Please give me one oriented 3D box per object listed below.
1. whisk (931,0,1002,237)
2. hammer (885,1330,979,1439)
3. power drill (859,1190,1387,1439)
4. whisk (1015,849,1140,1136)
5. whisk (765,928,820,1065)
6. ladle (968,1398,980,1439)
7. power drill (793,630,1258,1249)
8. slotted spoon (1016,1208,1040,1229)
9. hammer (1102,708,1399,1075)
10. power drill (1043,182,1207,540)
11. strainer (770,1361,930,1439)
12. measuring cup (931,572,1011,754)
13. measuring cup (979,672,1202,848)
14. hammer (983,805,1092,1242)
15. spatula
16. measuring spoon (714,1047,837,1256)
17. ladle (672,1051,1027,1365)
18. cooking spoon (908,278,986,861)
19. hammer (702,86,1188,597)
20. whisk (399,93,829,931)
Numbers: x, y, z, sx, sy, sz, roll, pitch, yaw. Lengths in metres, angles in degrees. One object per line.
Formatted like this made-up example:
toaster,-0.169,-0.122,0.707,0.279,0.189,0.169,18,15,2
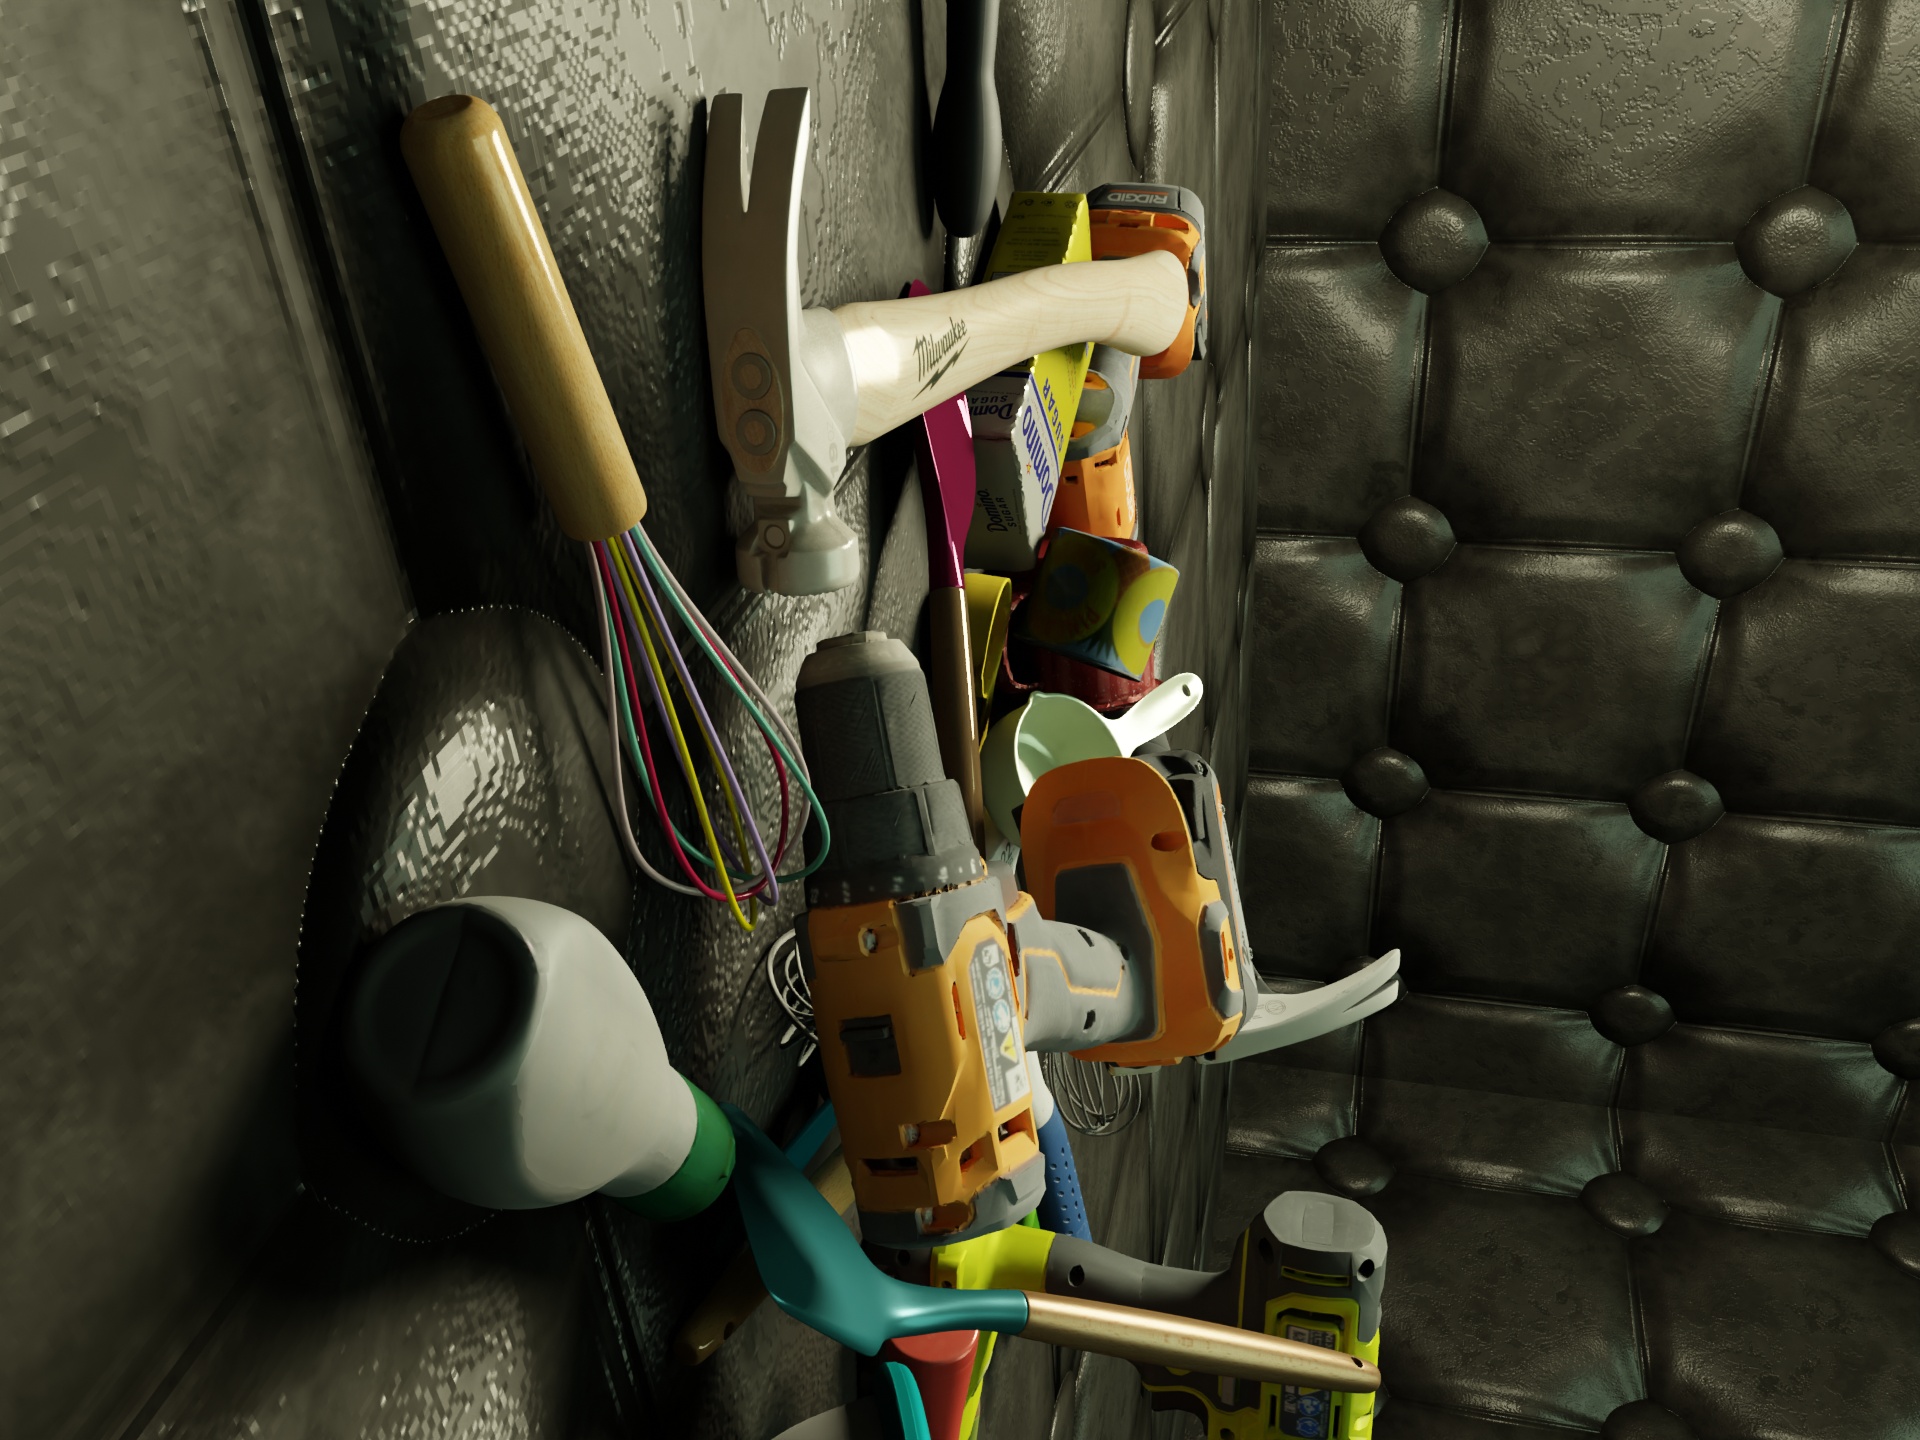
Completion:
whisk,0.006,-0.338,0.629,0.070,0.070,0.284,-58,155,-61
hammer,-0.015,0.394,0.683,0.149,0.036,0.358,-90,-179,-61
power drill,0.072,0.290,0.718,0.080,0.223,0.171,-41,133,-70
whisk,0.065,0.149,0.960,0.055,0.055,0.238,-57,136,-62
whisk,-0.025,0.071,0.646,0.057,0.059,0.246,-51,-179,20
ladle,0.014,0.354,0.860,0.078,0.062,0.320,-42,132,-66
power drill,0.022,0.058,0.560,0.226,0.084,0.185,-9,88,-59
slotted spoon,0.032,0.273,0.963,0.313,0.031,0.070,77,26,-46
hammer,0.120,0.043,0.908,0.409,0.149,0.036,-101,-175,-58
power drill,0.090,-0.190,0.948,0.164,0.084,0.227,75,28,-54
strainer,-0.060,0.317,0.517,0.340,0.095,0.211,121,-35,-74
measuring cup,-0.001,-0.002,0.769,0.062,0.029,0.156,-68,169,-51
measuring cup,0.069,0.013,0.794,0.167,0.038,0.083,-31,93,-47
hammer,0.045,0.206,0.887,0.144,0.035,0.405,-60,148,-42
spatula,0.047,0.212,0.574,0.044,0.317,0.082,-58,-149,18
measuring spoon,-0.062,0.148,0.582,0.129,0.021,0.042,-44,147,-56
ladle,-0.020,0.154,0.633,0.315,0.031,0.069,-34,128,-60
cooking spoon,-0.004,-0.027,0.643,0.068,0.017,0.319,28,55,-67
hammer,0.021,-0.170,0.638,0.411,0.038,0.146,-38,130,-60
whisk,-0.080,-0.032,0.394,0.244,0.051,0.047,77,28,-43
